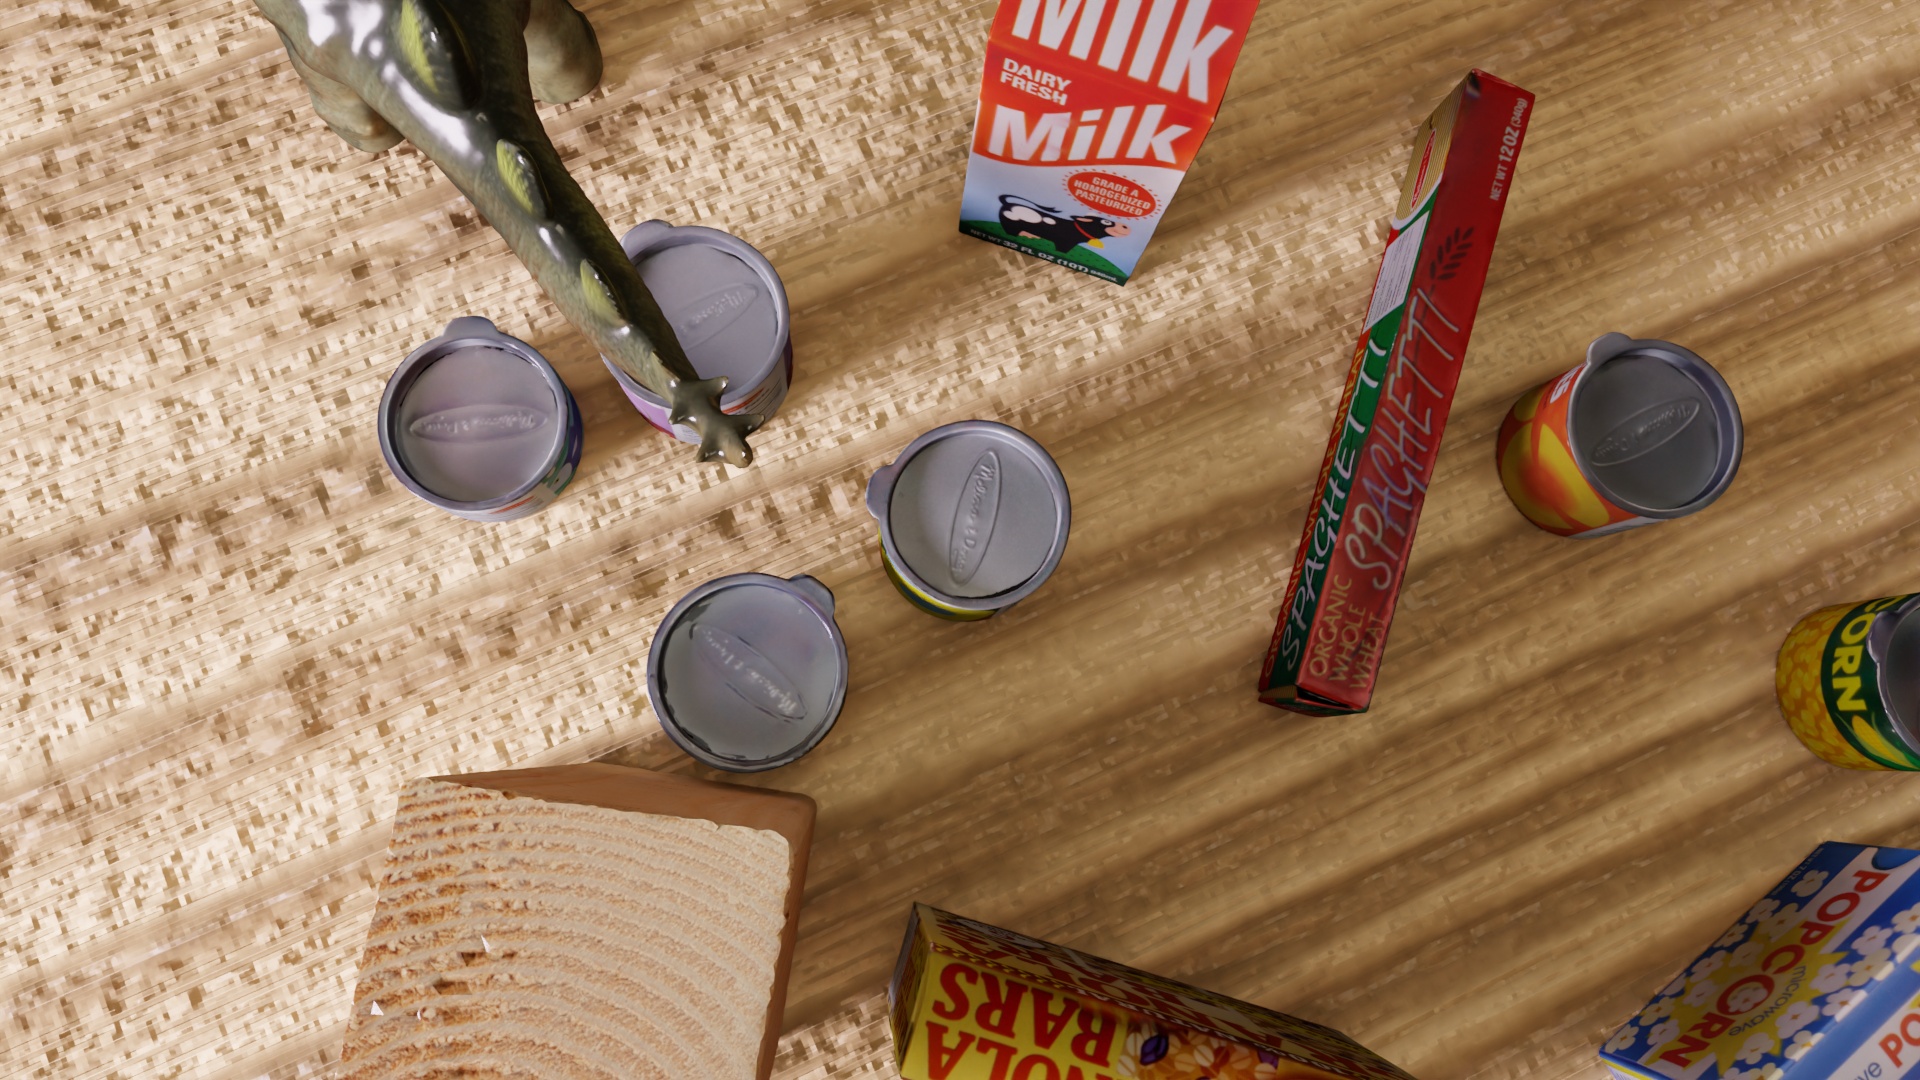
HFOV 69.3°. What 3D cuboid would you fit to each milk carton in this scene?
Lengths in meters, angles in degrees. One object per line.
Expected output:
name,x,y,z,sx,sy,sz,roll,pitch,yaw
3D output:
milk carton,0.049,-0.158,0.460,0.072,0.190,0.073,19,81,-1

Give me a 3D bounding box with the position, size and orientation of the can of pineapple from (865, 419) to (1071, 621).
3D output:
can of pineapple,0.002,-0.006,0.499,0.071,0.057,0.071,1,81,-4

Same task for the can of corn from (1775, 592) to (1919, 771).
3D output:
can of corn,0.350,0.052,0.517,0.071,0.058,0.071,1,81,-4

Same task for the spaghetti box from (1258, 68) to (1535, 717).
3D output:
spaghetti box,0.164,-0.054,0.524,0.029,0.050,0.250,19,80,-1

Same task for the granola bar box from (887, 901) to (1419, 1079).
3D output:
granola bar box,0.060,0.164,0.443,0.166,0.124,0.039,17,81,-2

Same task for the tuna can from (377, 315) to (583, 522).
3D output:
tuna can,-0.173,-0.043,0.504,0.071,0.032,0.071,1,81,-4

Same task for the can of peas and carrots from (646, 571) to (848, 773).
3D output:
can of peas and carrots,-0.070,0.045,0.485,0.071,0.058,0.071,1,81,-4

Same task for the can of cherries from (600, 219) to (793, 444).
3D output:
can of cherries,-0.095,-0.075,0.502,0.071,0.058,0.071,1,81,-4

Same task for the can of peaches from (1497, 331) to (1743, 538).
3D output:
can of peaches,0.245,-0.038,0.524,0.071,0.058,0.071,1,81,-4

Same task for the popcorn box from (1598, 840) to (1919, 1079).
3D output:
popcorn box,0.298,0.161,0.482,0.127,0.085,0.038,-37,86,-9
